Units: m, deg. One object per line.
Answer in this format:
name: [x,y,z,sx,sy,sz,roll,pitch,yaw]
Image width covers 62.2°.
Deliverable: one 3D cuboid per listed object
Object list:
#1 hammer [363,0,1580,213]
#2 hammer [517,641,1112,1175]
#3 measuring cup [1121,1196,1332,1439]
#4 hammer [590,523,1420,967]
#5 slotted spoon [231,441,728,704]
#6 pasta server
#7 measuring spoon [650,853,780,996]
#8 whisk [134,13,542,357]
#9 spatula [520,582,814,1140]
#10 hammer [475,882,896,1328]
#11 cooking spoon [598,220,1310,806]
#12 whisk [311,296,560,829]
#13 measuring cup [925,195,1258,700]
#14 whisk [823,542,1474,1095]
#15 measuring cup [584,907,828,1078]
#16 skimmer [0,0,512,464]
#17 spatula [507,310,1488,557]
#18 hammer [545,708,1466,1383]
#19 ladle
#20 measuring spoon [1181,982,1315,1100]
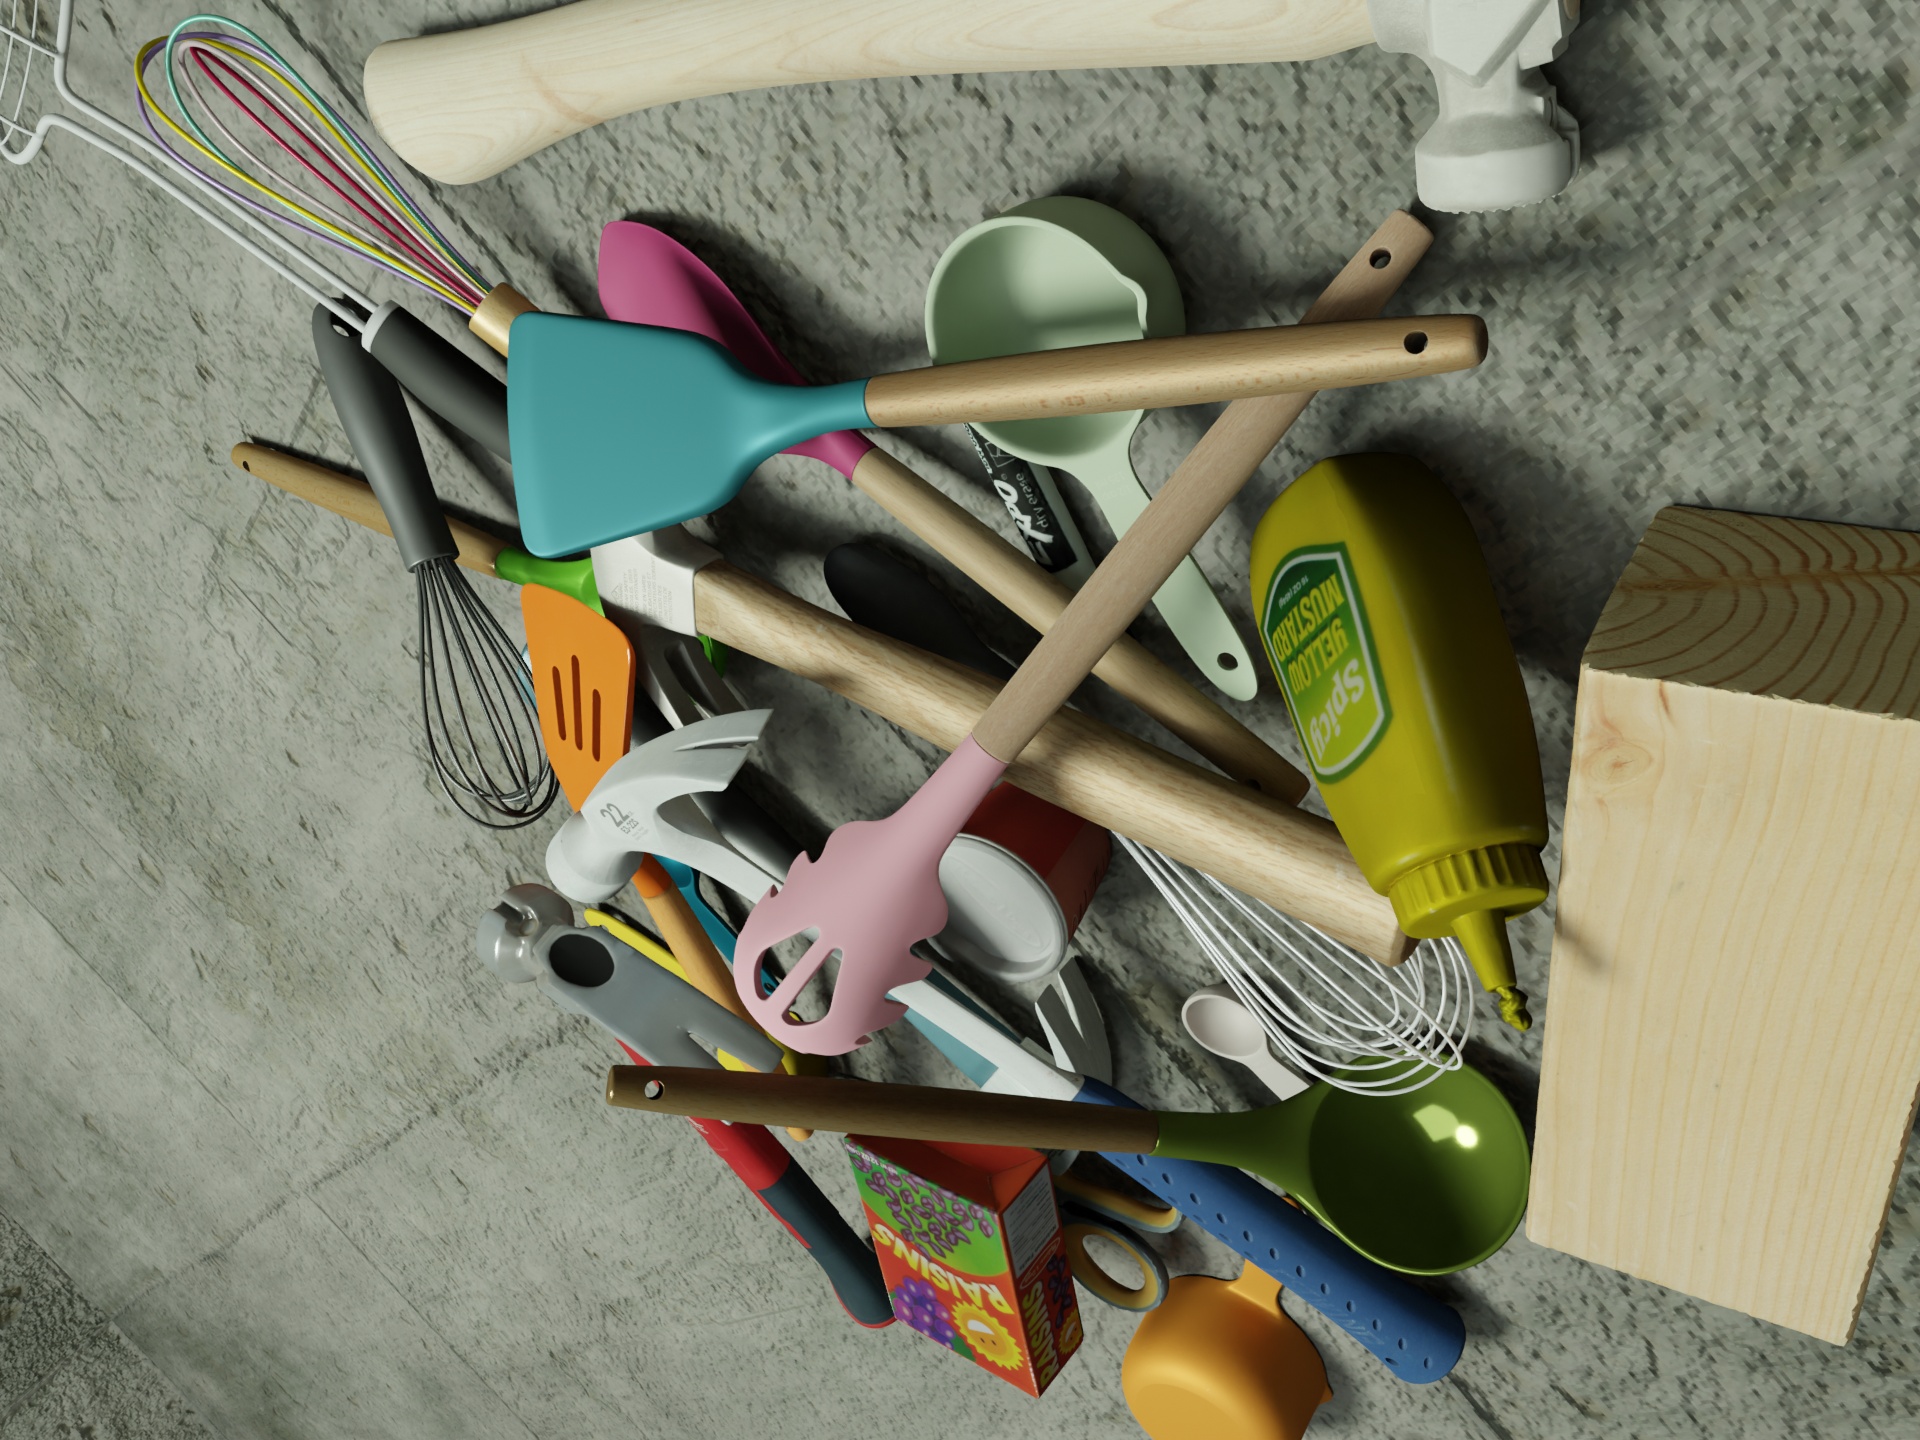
hammer: [-0.037,-0.212,0.457,0.411,0.038,0.146,8,125,33]
hammer: [-0.070,0.076,0.702,0.331,0.033,0.128,41,131,7]
measuring cup: [0.121,0.276,0.705,0.095,0.052,0.173,25,136,20]
hammer: [-0.001,-0.002,0.533,0.331,0.031,0.130,25,131,28]
slotted spoon: [-0.220,-0.080,0.708,0.314,0.031,0.070,21,130,26]
pasta server: [0.027,-0.014,0.469,0.060,0.040,0.316,41,107,8]
measuring spoon: [-0.116,0.092,0.775,0.042,0.021,0.128,-9,126,43]
whisk: [-0.190,-0.170,0.586,0.245,0.047,0.051,38,110,-11]
spatula: [-0.117,0.083,0.700,0.081,0.041,0.322,24,146,42]
hammer: [-0.079,0.210,0.725,0.143,0.038,0.385,24,154,33]
cooking spoon: [-0.013,-0.072,0.539,0.319,0.017,0.068,40,142,16]
whisk: [-0.226,-0.067,0.671,0.055,0.055,0.239,-23,87,45]
measuring cup: [0.054,-0.082,0.488,0.083,0.038,0.167,-17,113,44]
whisk: [0.059,0.027,0.561,0.285,0.070,0.070,40,138,13]
measuring cup: [-0.139,0.149,0.821,0.156,0.029,0.062,32,136,10]
skimmer: [-0.268,-0.208,0.642,0.363,0.090,0.127,37,127,-7]
spatula: [-0.010,-0.094,0.465,0.317,0.044,0.082,2,97,35]
hammer: [0.034,0.136,0.606,0.405,0.035,0.144,36,143,-11]
ladle: [0.044,0.137,0.534,0.320,0.078,0.062,9,168,-16]
measuring spoon: [0.137,0.143,0.621,0.124,0.018,0.034,42,138,-7]
